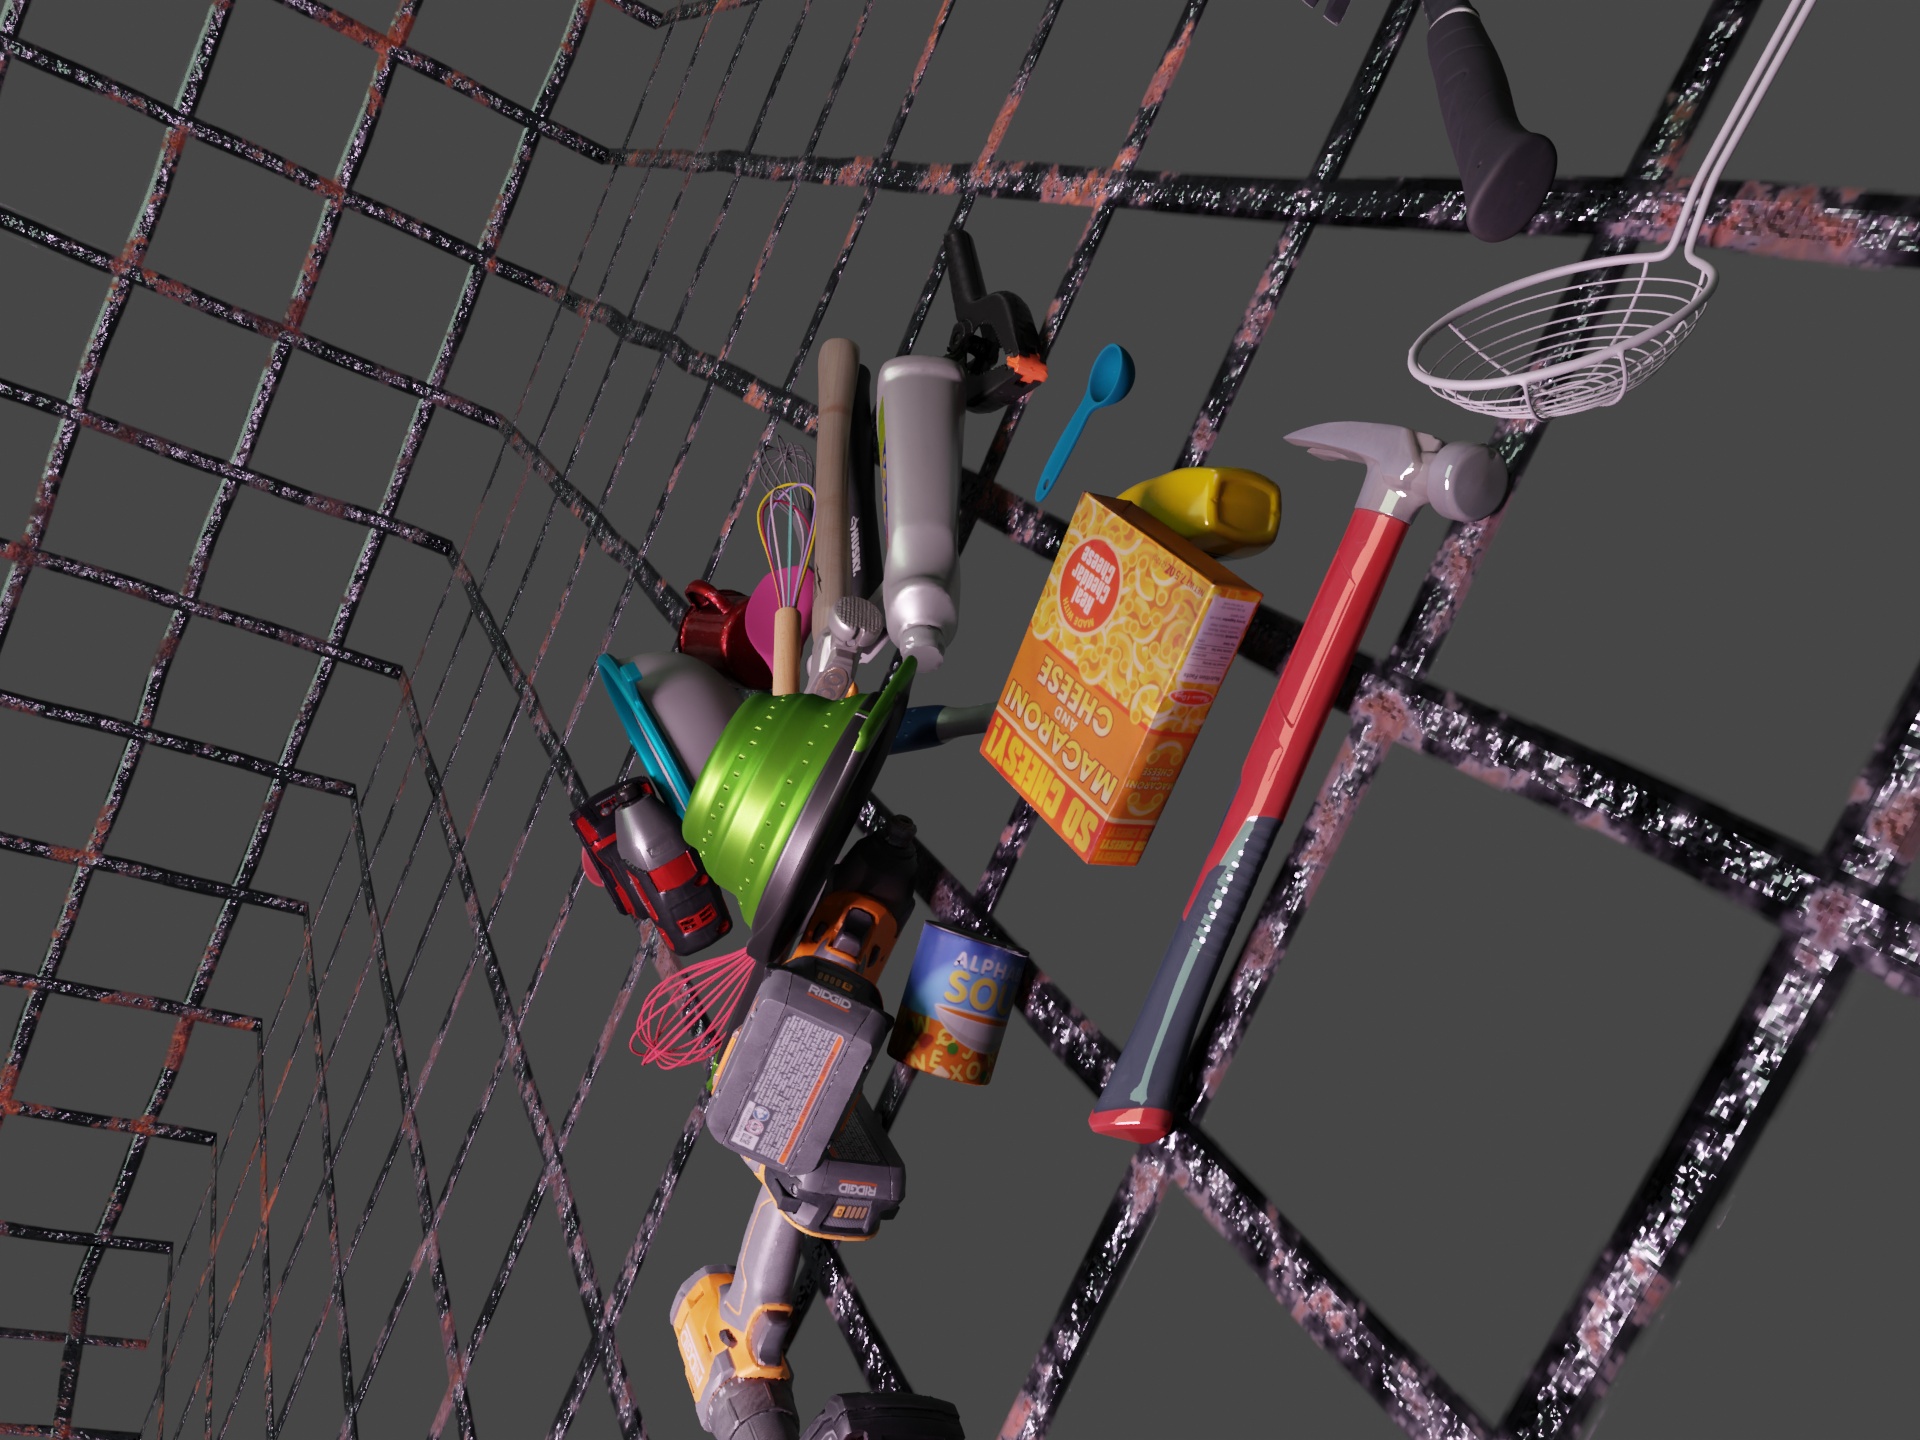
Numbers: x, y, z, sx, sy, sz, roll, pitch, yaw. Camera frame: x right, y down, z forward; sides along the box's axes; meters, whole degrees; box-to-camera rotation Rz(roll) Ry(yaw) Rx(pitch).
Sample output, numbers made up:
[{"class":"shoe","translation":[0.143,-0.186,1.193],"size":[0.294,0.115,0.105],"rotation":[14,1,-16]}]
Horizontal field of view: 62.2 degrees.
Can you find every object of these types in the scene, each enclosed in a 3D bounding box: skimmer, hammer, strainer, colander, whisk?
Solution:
[{"class":"skimmer","translation":[0.319,-0.287,0.667],"size":[0.363,0.090,0.127],"rotation":[-63,23,11]},{"class":"hammer","translation":[-0.002,-0.003,1.095],"size":[0.405,0.035,0.144],"rotation":[-9,65,58]},{"class":"hammer","translation":[0.147,0.033,0.818],"size":[0.143,0.038,0.386],"rotation":[32,100,62]},{"class":"strainer","translation":[-0.237,0.014,1.404],"size":[0.095,0.211,0.340],"rotation":[-28,13,-13]},{"class":"colander","translation":[-0.146,0.109,1.086],"size":[0.396,0.094,0.205],"rotation":[-65,-2,35]},{"class":"hammer","translation":[-0.081,-0.190,1.340],"size":[0.146,0.035,0.335],"rotation":[-42,38,34]},{"class":"whisk","translation":[-0.145,-0.103,1.312],"size":[0.051,0.047,0.245],"rotation":[121,152,-50]},{"class":"hammer","translation":[-0.107,-0.167,1.284],"size":[0.411,0.038,0.146],"rotation":[-93,26,-43]},{"class":"whisk","translation":[-0.167,0.189,1.237],"size":[0.295,0.073,0.073],"rotation":[-43,39,31]},{"class":"whisk","translation":[-0.140,-0.183,1.431],"size":[0.055,0.055,0.239],"rotation":[-54,37,27]},{"class":"hammer","translation":[0.247,-0.360,0.819],"size":[0.149,0.036,0.409],"rotation":[-47,25,39]}]

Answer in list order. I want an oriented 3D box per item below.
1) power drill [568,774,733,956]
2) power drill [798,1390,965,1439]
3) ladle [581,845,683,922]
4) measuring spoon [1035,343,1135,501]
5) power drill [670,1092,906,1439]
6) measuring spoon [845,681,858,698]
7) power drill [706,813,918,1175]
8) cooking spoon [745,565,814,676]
[{"class":"power drill","translation":[-0.262,0.111,1.335],"size":[0.078,0.143,0.220],"rotation":[-29,12,-17]},{"class":"power drill","translation":[-0.016,0.455,0.800],"size":[0.188,0.080,0.227],"rotation":[-58,34,22]},{"class":"ladle","translation":[-0.301,0.159,1.513],"size":[0.316,0.031,0.069],"rotation":[23,93,59]},{"class":"measuring spoon","translation":[0.087,-0.199,1.091],"size":[0.128,0.021,0.042],"rotation":[-60,30,36]},{"class":"power drill","translation":[-0.112,0.363,1.015],"size":[0.185,0.084,0.226],"rotation":[44,115,58]},{"class":"measuring spoon","translation":[-0.100,-0.045,1.317],"size":[0.021,0.011,0.117],"rotation":[-54,29,16]},{"class":"power drill","translation":[-0.079,0.160,1.005],"size":[0.226,0.084,0.164],"rotation":[-70,5,-71]},{"class":"cooking spoon","translation":[-0.143,-0.006,1.272],"size":[0.069,0.017,0.319],"rotation":[-12,51,11]}]
